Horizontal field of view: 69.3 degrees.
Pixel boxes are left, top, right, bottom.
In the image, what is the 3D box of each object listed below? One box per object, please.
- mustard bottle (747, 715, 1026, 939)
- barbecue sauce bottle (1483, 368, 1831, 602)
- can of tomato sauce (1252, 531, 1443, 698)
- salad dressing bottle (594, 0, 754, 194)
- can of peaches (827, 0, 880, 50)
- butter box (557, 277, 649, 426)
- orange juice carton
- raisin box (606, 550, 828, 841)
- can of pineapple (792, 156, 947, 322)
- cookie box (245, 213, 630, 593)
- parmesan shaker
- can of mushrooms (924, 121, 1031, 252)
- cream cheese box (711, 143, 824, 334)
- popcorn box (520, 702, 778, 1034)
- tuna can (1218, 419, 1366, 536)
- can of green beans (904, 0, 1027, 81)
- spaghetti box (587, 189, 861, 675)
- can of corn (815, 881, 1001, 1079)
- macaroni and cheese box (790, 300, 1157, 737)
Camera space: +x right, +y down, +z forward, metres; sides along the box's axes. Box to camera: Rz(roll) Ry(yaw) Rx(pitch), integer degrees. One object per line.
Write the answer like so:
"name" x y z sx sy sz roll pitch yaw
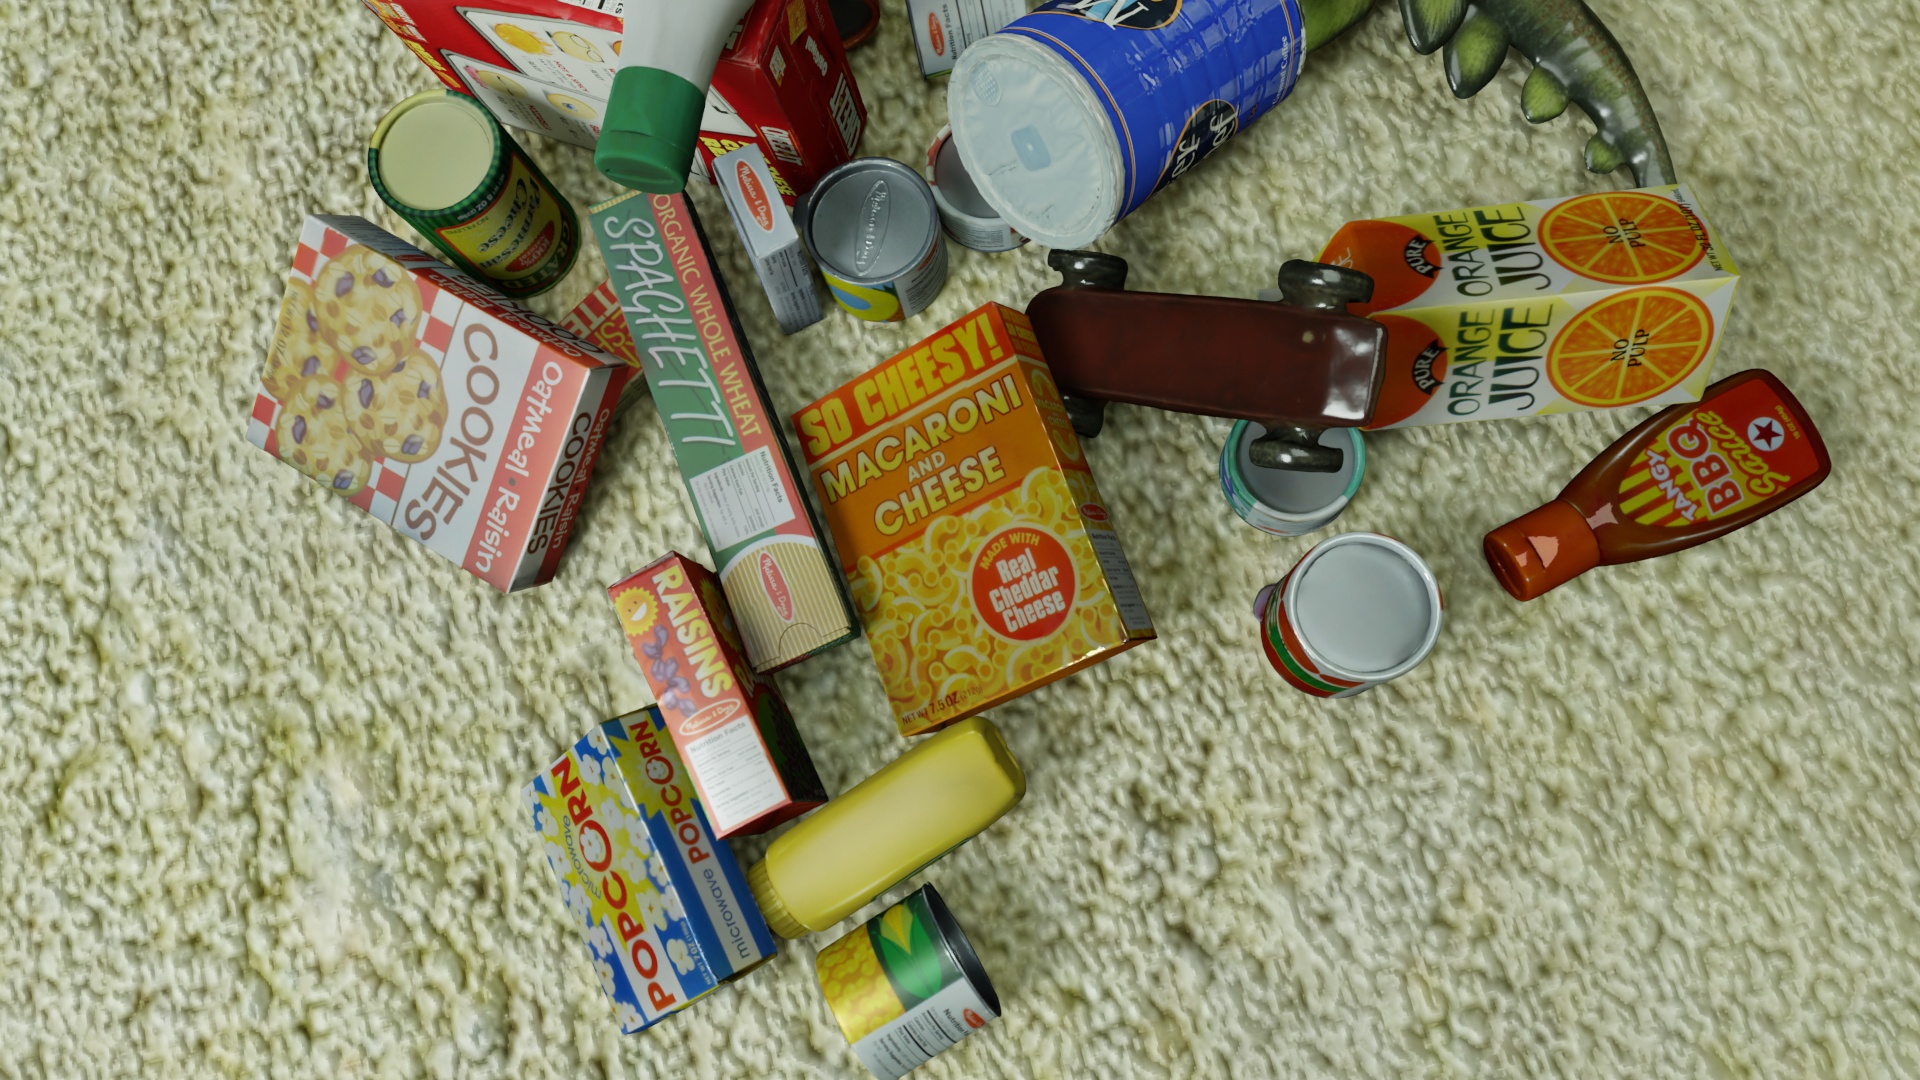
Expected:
"mustard bottle" -0.046 0.140 0.634 0.160 0.065 0.049 -34 84 7
"barbecue sauce bottle" 0.317 -0.020 0.643 0.148 0.043 0.065 -27 79 0
"can of tomato sauce" 0.172 0.034 0.624 0.071 0.083 0.071 -1 79 4
"salad dressing bottle" -0.111 -0.213 0.550 0.064 0.044 0.148 9 81 9
"can of peaches" -0.076 -0.294 0.719 0.071 0.071 0.058 -9 79 3
"butter box" -0.183 -0.093 0.710 0.103 0.024 0.053 -44 79 -4
"orange juice carton" 0.236 -0.104 0.636 0.193 0.072 0.072 -5 47 8
"raisin box" -0.109 0.072 0.639 0.040 0.086 0.123 -28 78 1
"can of pineapple" -0.043 -0.149 0.692 0.071 0.057 0.071 -1 78 5
"cookie box" -0.257 -0.067 0.680 0.167 0.040 0.122 28 108 11
"parmesan shaker" -0.241 -0.167 0.690 0.071 0.103 0.071 -1 79 5
"can of mushrooms" 0.017 -0.186 0.708 0.071 0.033 0.071 -1 79 6
"cream cheese box" -0.091 -0.143 0.672 0.024 0.103 0.053 -23 79 -4
"popcorn box" -0.143 0.149 0.629 0.085 0.038 0.127 -38 74 39
"tuna can" 0.158 -0.039 0.666 0.071 0.033 0.071 -1 79 5
"can of green beans" 0.001 -0.275 0.710 0.058 0.071 0.071 -13 78 2
"spaghetti box" -0.115 -0.059 0.665 0.050 0.028 0.250 -23 76 2
"can of corn" -0.024 0.195 0.618 0.058 0.071 0.071 -32 78 -1
"macaroni and cheese box" 0.002 -0.008 0.648 0.123 0.040 0.166 -26 76 24
